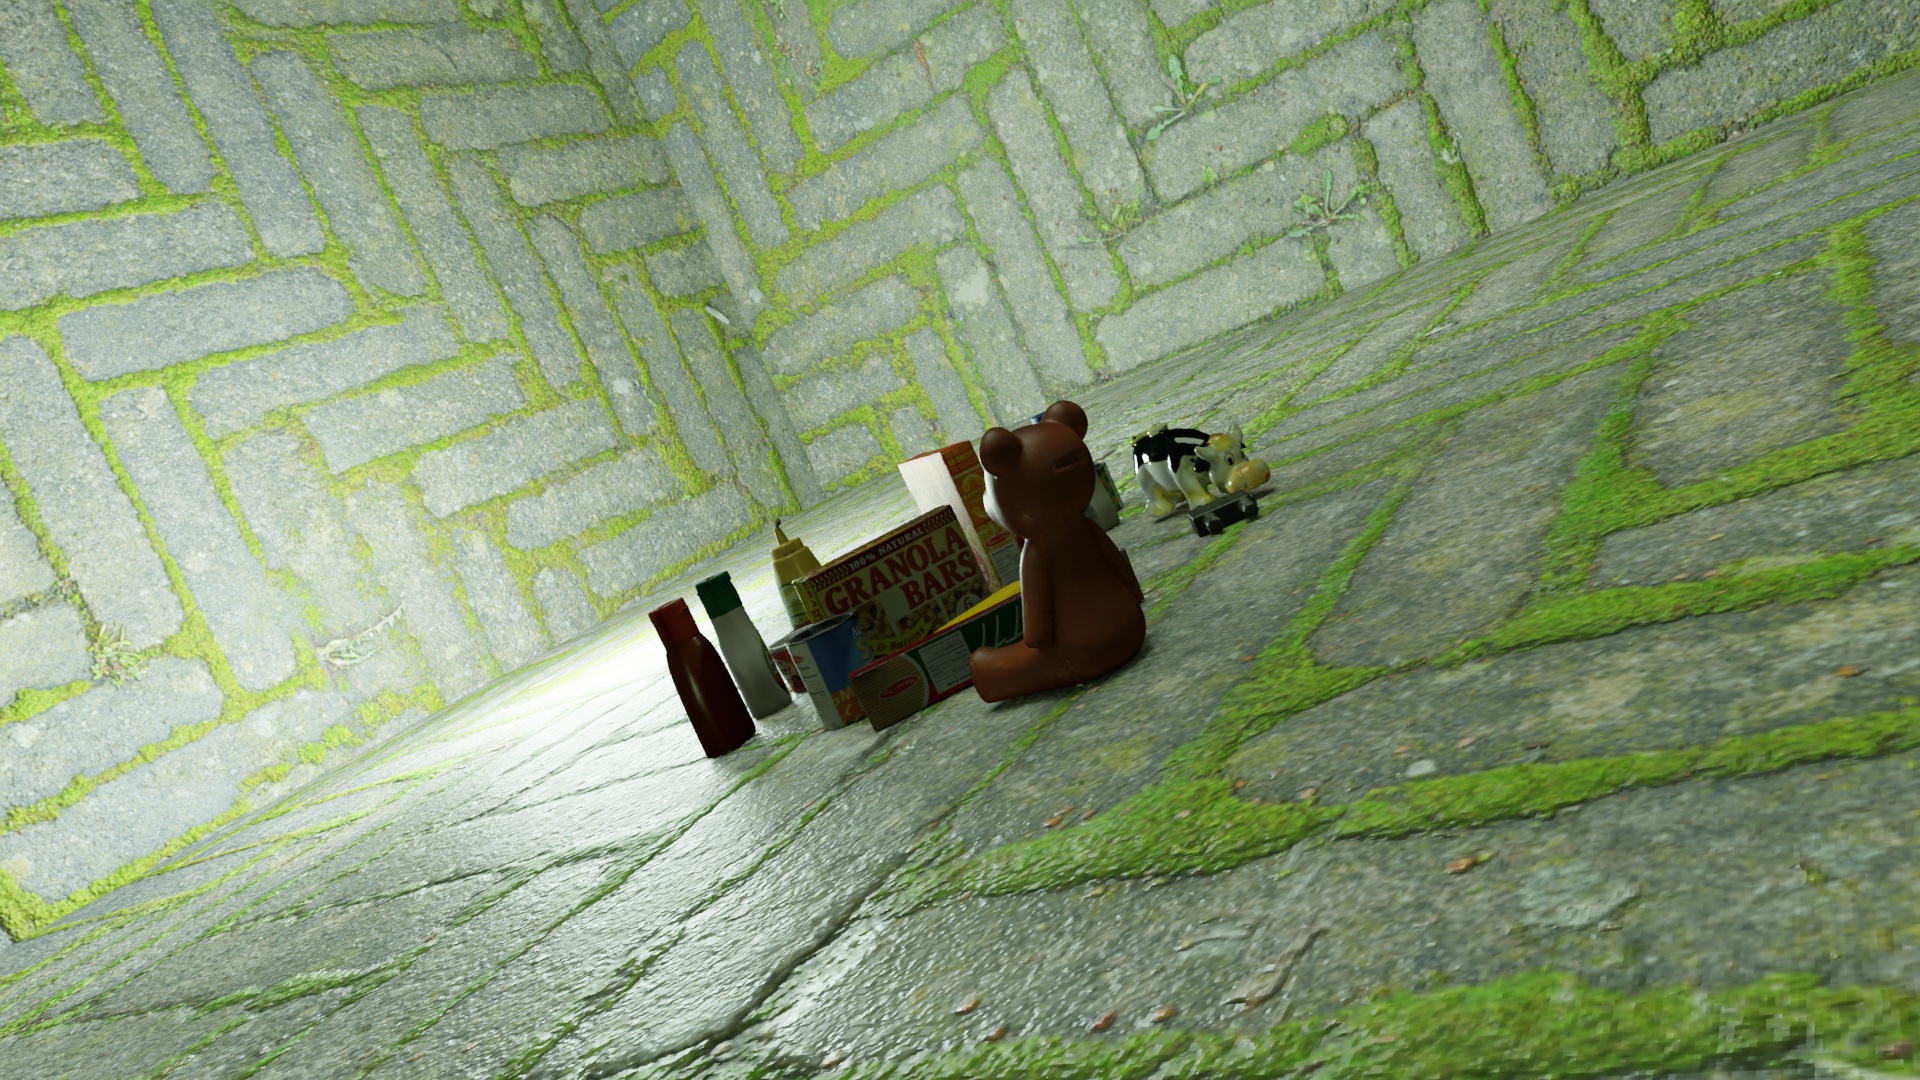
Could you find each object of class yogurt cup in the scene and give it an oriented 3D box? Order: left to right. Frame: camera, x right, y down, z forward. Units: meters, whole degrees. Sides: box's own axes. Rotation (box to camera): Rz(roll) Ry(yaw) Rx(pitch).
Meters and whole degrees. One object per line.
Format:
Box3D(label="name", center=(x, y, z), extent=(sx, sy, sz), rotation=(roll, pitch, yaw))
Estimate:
Box3D(label="yogurt cup", center=(-0.159, 0.121, 1.436), extent=(0.072, 0.054, 0.072), rotation=(-24, 7, 3))

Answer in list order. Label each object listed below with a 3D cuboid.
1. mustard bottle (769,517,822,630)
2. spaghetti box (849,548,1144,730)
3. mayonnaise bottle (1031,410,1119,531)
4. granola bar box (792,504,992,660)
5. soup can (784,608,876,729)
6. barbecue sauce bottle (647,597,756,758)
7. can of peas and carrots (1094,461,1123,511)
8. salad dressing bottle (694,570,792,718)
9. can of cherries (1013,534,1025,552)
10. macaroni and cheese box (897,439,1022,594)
Box3D(label="mustard bottle", center=(-0.186, 0.049, 1.620), extent=(0.065, 0.160, 0.049), rotation=(-18, 9, 41))
Box3D(label="spaghetti box", center=(0.031, 0.079, 1.143), extent=(0.250, 0.050, 0.028), rotation=(-25, 7, -8))
Box3D(label="mayonnaise bottle", center=(0.126, -0.077, 1.562), extent=(0.041, 0.148, 0.064), rotation=(-28, 8, -30))
Box3D(label="granola bar box", center=(-0.056, 0.056, 1.294), extent=(0.166, 0.124, 0.039), rotation=(-28, 8, -28))
Box3D(label="soup can", center=(-0.103, 0.112, 1.210), extent=(0.071, 0.083, 0.071), rotation=(-24, 7, 3))
Box3D(label="barbecue sauce bottle", center=(-0.245, 0.127, 1.303), extent=(0.043, 0.148, 0.065), rotation=(-22, 7, 20))
Box3D(label="can of peas and carrots", center=(0.152, -0.054, 1.659), extent=(0.071, 0.058, 0.071), rotation=(-24, 7, 3))
Box3D(label="salad dressing bottle", center=(-0.218, 0.103, 1.387), extent=(0.044, 0.147, 0.064), rotation=(-25, 7, -8))
Box3D(label="can of cherries", center=(0.086, -0.004, 1.520), extent=(0.071, 0.058, 0.071), rotation=(-24, 7, 3))
Box3D(label="macaroni and cheese box", center=(0.005, -0.018, 1.459), extent=(0.040, 0.166, 0.123), rotation=(-27, 8, -23))
